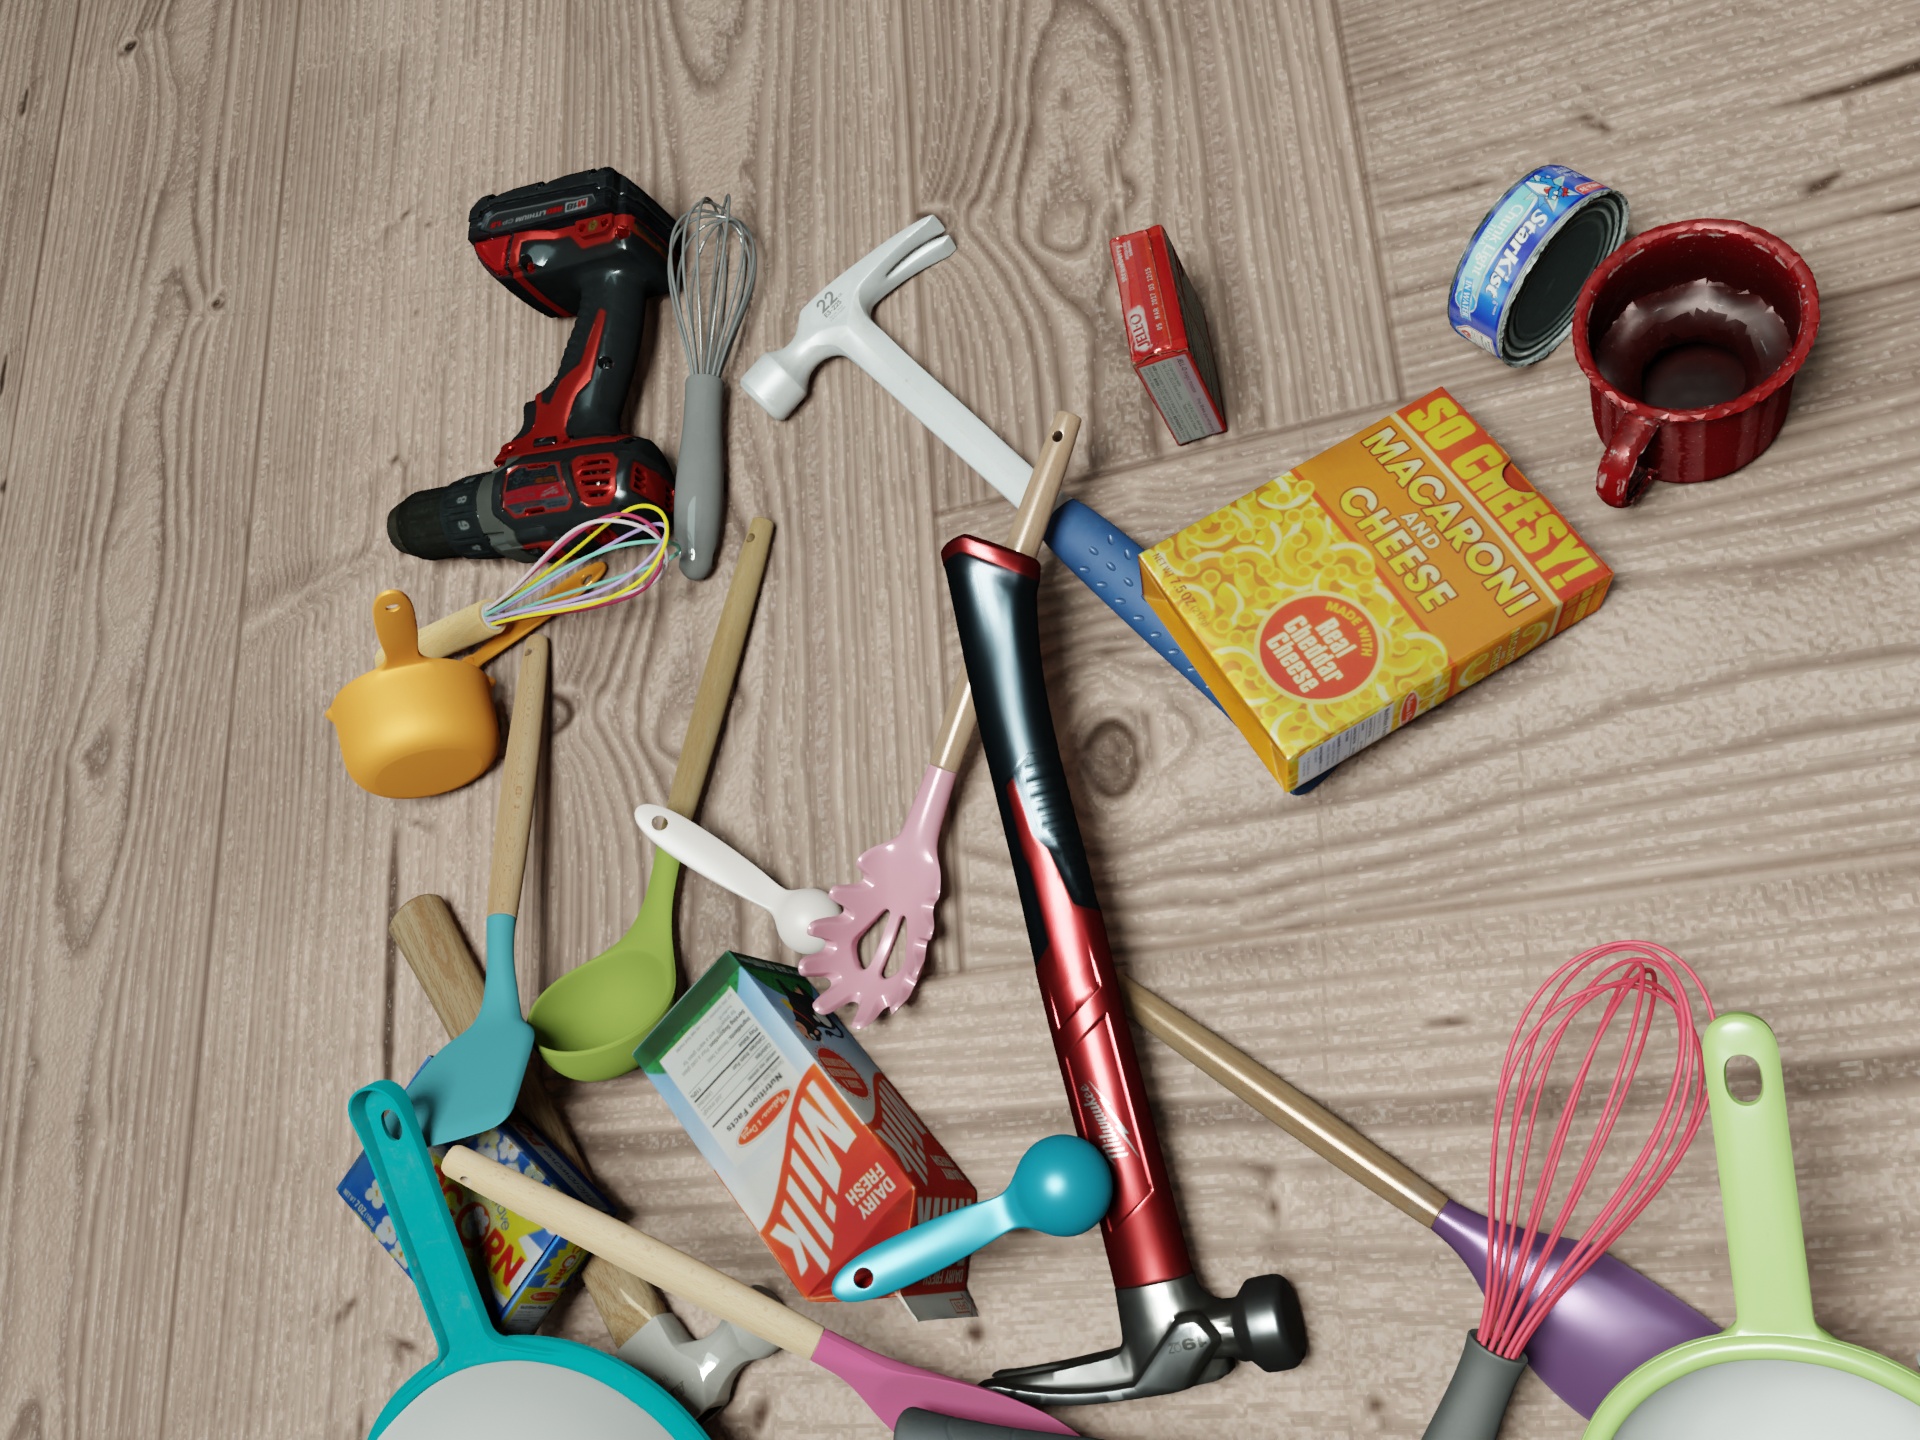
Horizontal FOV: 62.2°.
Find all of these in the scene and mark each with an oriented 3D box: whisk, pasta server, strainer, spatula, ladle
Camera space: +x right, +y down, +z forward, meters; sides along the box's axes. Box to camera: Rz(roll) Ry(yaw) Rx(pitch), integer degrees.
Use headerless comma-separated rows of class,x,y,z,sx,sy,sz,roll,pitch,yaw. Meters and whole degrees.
whisk,0.213,0.223,0.611,0.073,0.073,0.296,22,97,28
pasta server,-0.001,-0.002,0.779,0.060,0.040,0.316,20,92,17
strainer,-0.221,0.330,0.695,0.211,0.095,0.340,-20,89,16
whisk,-0.254,-0.070,0.917,0.245,0.051,0.047,-18,90,31
strainer,0.291,0.228,0.561,0.151,0.069,0.256,-8,86,28
spatula,0.179,0.195,0.671,0.316,0.018,0.060,33,92,28
spatula,-0.246,0.078,0.844,0.082,0.044,0.318,-16,54,18
ladle,-0.153,0.033,0.849,0.078,0.062,0.320,5,73,31
whisk,-0.147,-0.196,0.926,0.055,0.055,0.239,-4,76,22

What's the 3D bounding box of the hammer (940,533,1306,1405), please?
hammer,0.035,0.103,0.721,0.143,0.038,0.386,-18,76,19

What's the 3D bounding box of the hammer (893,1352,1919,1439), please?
hammer,0.156,0.290,0.575,0.409,0.036,0.149,-5,88,28

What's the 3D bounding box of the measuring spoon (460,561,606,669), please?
measuring spoon,-0.255,-0.057,0.948,0.117,0.011,0.021,-36,44,6

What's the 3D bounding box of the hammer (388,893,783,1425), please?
hammer,-0.221,0.223,0.830,0.130,0.031,0.332,-43,62,5

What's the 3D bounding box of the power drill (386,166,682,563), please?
power drill,-0.257,-0.202,0.960,0.188,0.080,0.227,-5,75,23

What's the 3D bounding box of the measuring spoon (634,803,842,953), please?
measuring spoon,-0.114,0.076,0.810,0.124,0.018,0.034,32,68,5

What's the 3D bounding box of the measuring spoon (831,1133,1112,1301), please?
measuring spoon,0.003,0.213,0.666,0.128,0.021,0.042,-25,72,-1

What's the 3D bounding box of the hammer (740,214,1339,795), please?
hammer,0.047,-0.115,0.818,0.144,0.035,0.406,-46,62,4

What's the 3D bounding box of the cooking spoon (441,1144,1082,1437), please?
cooking spoon,-0.085,0.261,0.696,0.319,0.017,0.068,24,127,6

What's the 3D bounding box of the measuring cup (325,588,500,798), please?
measuring cup,-0.299,-0.009,0.868,0.095,0.173,0.052,-13,69,-19
